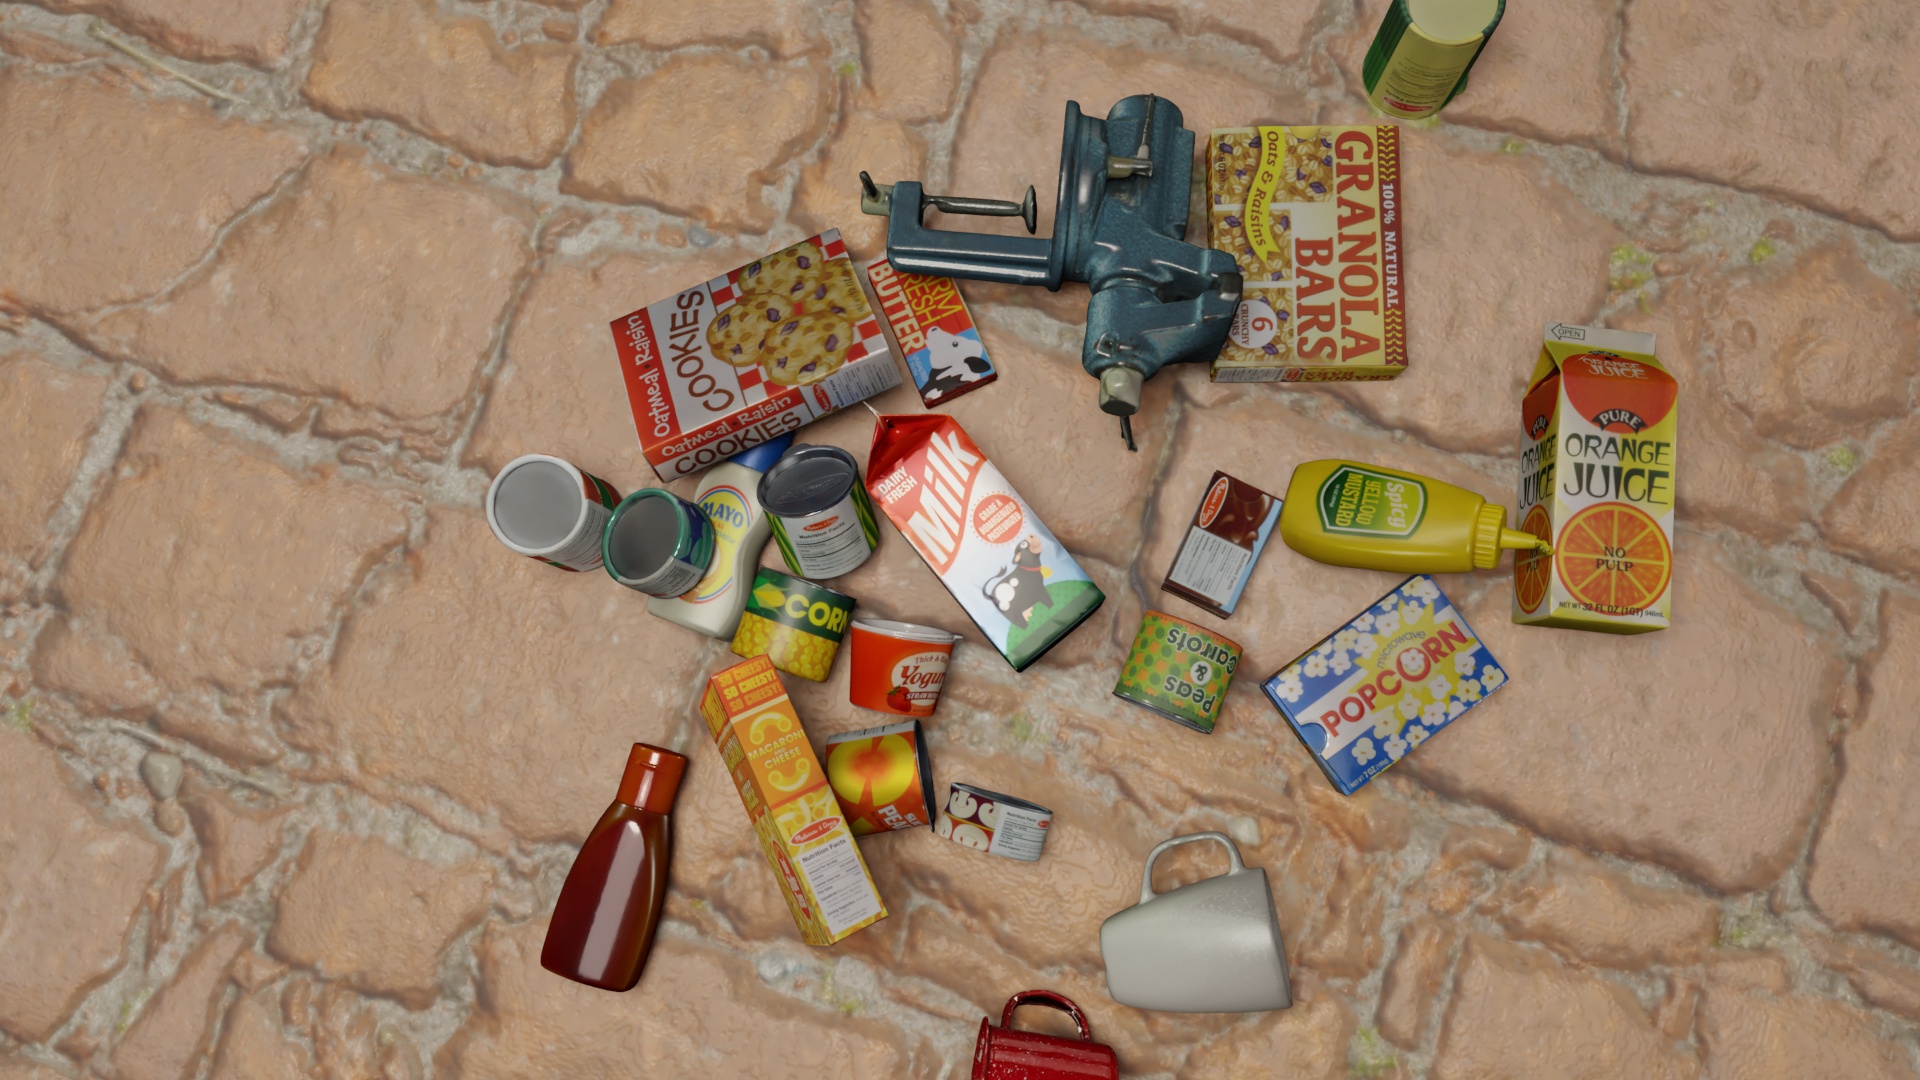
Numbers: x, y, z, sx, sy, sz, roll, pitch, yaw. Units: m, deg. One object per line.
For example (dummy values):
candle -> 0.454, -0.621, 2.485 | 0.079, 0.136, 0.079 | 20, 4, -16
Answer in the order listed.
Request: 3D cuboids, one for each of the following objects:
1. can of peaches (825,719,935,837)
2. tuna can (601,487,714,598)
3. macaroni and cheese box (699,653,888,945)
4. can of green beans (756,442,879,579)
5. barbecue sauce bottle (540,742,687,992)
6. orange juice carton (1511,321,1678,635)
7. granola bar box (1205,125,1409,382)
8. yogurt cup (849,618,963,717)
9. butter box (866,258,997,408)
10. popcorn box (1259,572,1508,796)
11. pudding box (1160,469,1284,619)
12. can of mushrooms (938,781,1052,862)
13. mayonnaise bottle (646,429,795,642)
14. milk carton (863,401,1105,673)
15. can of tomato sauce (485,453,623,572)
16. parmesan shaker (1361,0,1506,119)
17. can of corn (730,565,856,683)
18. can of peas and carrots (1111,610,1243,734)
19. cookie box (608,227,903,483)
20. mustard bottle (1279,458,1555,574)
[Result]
can of peaches -> -0.049, 0.151, 0.868 | 0.058, 0.071, 0.071 | -10, 82, 3
tuna can -> -0.193, -0.001, 0.882 | 0.071, 0.033, 0.071 | -8, 70, 25
macaroni and cheese box -> -0.104, 0.159, 0.841 | 0.040, 0.123, 0.166 | -23, 81, -19
can of green beans -> -0.090, -0.018, 0.887 | 0.071, 0.057, 0.071 | -8, 44, 8
barbecue sauce bottle -> -0.214, 0.205, 0.883 | 0.065, 0.043, 0.148 | 16, 83, 5
orange juice carton -> 0.396, -0.041, 0.867 | 0.072, 0.073, 0.193 | 6, 82, 4
granola bar box -> 0.226, -0.189, 0.915 | 0.124, 0.039, 0.165 | 0, 82, 3
yogurt cup -> -0.040, 0.081, 0.881 | 0.072, 0.072, 0.054 | 9, 91, 5
butter box -> -0.019, -0.145, 0.931 | 0.053, 0.024, 0.103 | -24, 82, -1
popcorn box -> 0.265, 0.089, 0.874 | 0.127, 0.038, 0.085 | -35, 83, -2
pudding box -> 0.169, 0.003, 0.896 | 0.050, 0.030, 0.084 | 25, 84, 8
can of mushrooms -> 0.020, 0.174, 0.863 | 0.071, 0.071, 0.033 | 15, 84, 5
mayonnaise bottle -> -0.151, -0.012, 0.910 | 0.065, 0.041, 0.148 | 18, 84, 14
milk carton -> 0.003, -0.011, 0.886 | 0.073, 0.072, 0.191 | -40, 81, -2
can of tomato sauce -> -0.261, -0.018, 0.897 | 0.071, 0.083, 0.071 | 0, 82, 3
parmesan shaker -> 0.307, -0.325, 0.898 | 0.071, 0.103, 0.071 | 0, 82, 3
can of corn -> -0.105, 0.054, 0.884 | 0.071, 0.071, 0.058 | 19, 85, 6
can of peas and carrots -> 0.137, 0.082, 0.866 | 0.071, 0.071, 0.059 | 22, 83, 6
cookie box -> -0.136, -0.121, 0.903 | 0.167, 0.040, 0.123 | -23, 54, 0
mustard bottle -> 0.281, -0.011, 0.856 | 0.160, 0.048, 0.065 | 9, 70, 27
